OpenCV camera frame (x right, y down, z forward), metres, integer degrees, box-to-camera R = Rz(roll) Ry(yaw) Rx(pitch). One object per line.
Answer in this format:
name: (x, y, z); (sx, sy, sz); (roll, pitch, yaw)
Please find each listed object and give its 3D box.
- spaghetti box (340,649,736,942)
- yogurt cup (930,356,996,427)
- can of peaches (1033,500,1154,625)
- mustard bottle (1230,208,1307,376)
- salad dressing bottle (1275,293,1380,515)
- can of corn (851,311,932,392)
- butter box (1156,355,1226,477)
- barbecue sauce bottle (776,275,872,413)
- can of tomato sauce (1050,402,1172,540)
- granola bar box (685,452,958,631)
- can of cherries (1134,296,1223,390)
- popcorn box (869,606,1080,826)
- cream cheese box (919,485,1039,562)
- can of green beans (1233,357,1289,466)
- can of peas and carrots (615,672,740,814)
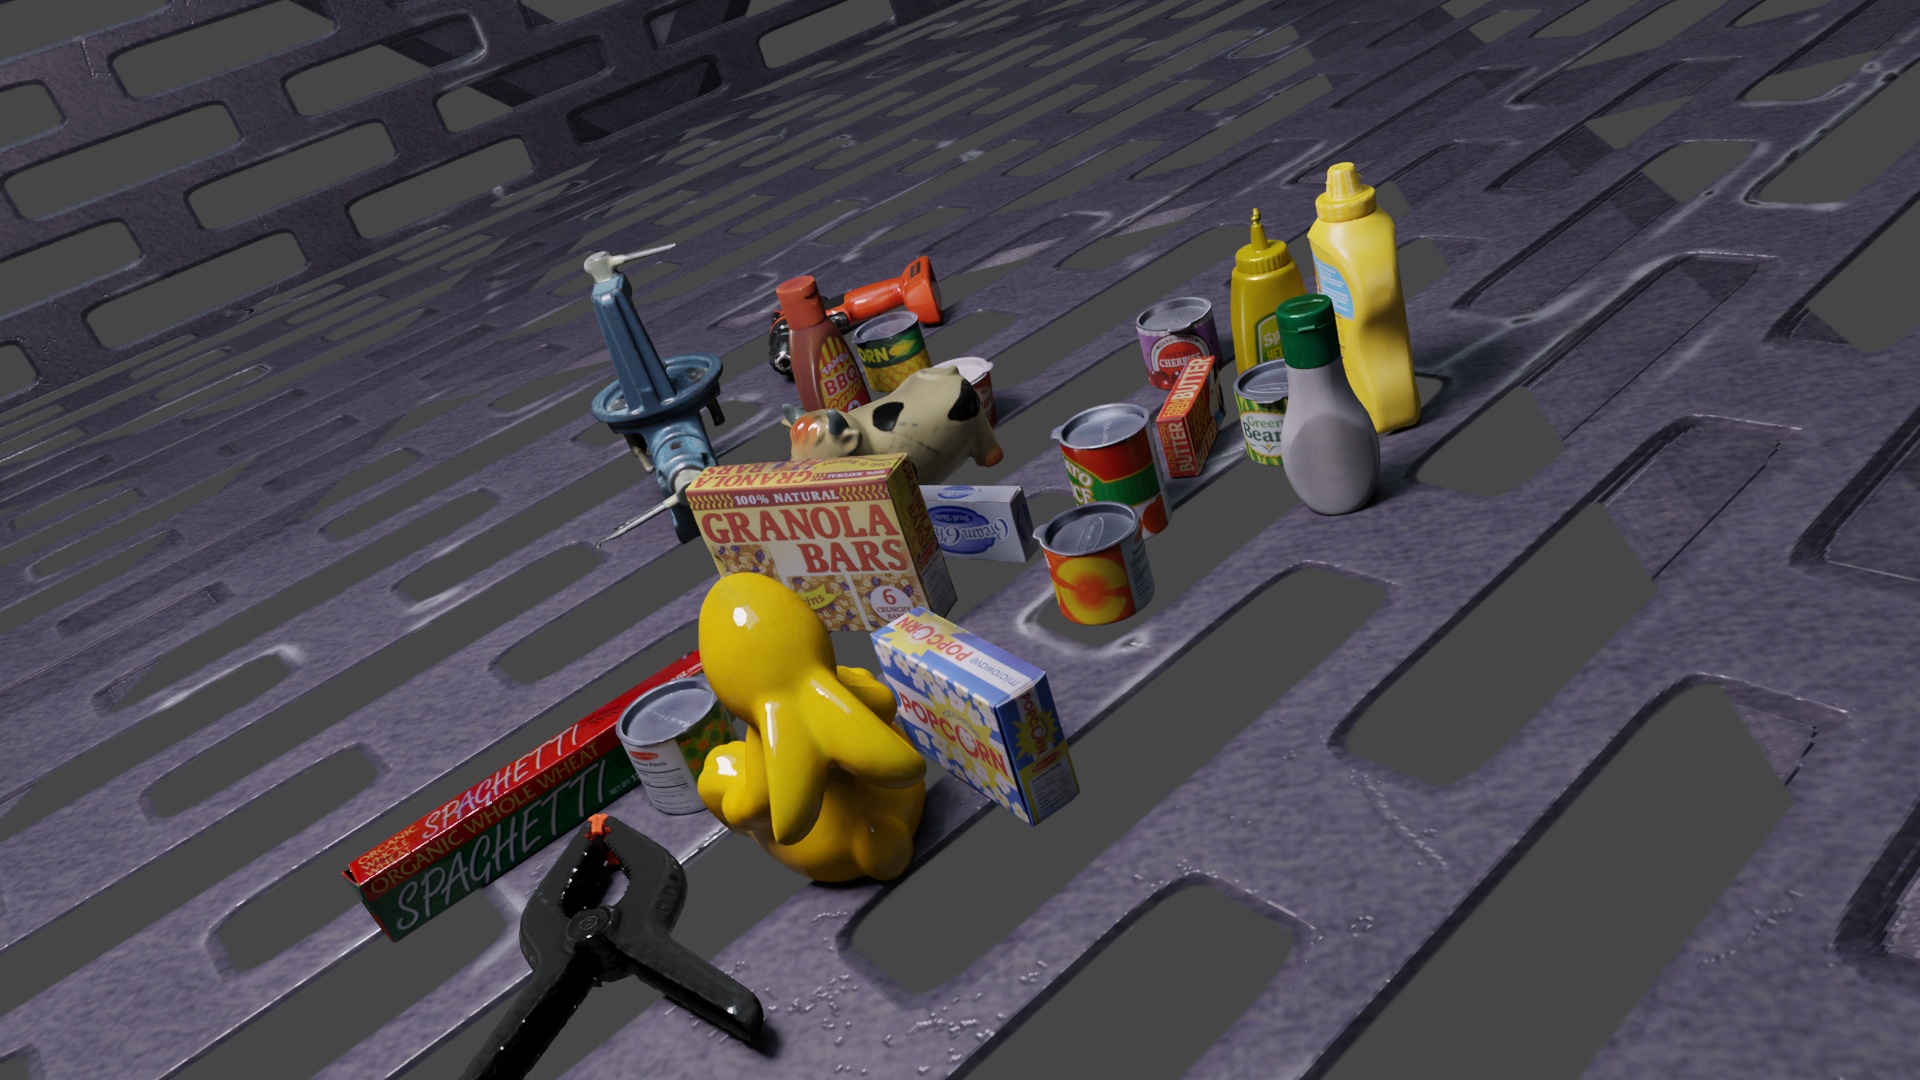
spaghetti box: (-0.257, 0.156, 0.873); (0.251, 0.050, 0.029); (-33, 31, -26)
yogurt cup: (-0.001, -0.123, 1.222); (0.072, 0.053, 0.073); (-14, 28, 8)
can of peaches: (0.089, 0.015, 0.917); (0.071, 0.057, 0.071); (-14, 28, 8)
mustard bottle: (0.238, -0.177, 1.067); (0.065, 0.159, 0.049); (-18, 28, 0)
salad dressing bottle: (0.240, -0.090, 0.922); (0.064, 0.147, 0.044); (-9, 29, 17)
can of corn: (-0.068, -0.184, 1.366); (0.071, 0.058, 0.071); (-14, 28, 8)
butter box: (0.179, -0.096, 1.070); (0.024, 0.053, 0.104); (-3, 31, 27)
barbecue sauce bottle: (-0.128, -0.168, 1.276); (0.043, 0.148, 0.065); (9, 38, 42)
can of tomato sauce: (0.109, -0.046, 0.989); (0.071, 0.082, 0.071); (-14, 28, 8)
granola bar box: (-0.098, 0.005, 0.974); (0.165, 0.123, 0.039); (-3, 31, 27)
can of cherries: (0.187, -0.168, 1.188); (0.071, 0.058, 0.072); (-14, 28, 8)
popcorn box: (0.007, 0.097, 0.788); (0.038, 0.085, 0.127); (-32, 31, -24)
cream cheese box: (0.004, -0.013, 1.022); (0.104, 0.053, 0.024); (2, 34, 33)
can of green beans: (0.240, -0.095, 1.028); (0.071, 0.057, 0.071); (-14, 28, 8)
can of peas and carrots: (-0.171, 0.126, 0.868); (0.071, 0.058, 0.071); (-14, 28, 8)
